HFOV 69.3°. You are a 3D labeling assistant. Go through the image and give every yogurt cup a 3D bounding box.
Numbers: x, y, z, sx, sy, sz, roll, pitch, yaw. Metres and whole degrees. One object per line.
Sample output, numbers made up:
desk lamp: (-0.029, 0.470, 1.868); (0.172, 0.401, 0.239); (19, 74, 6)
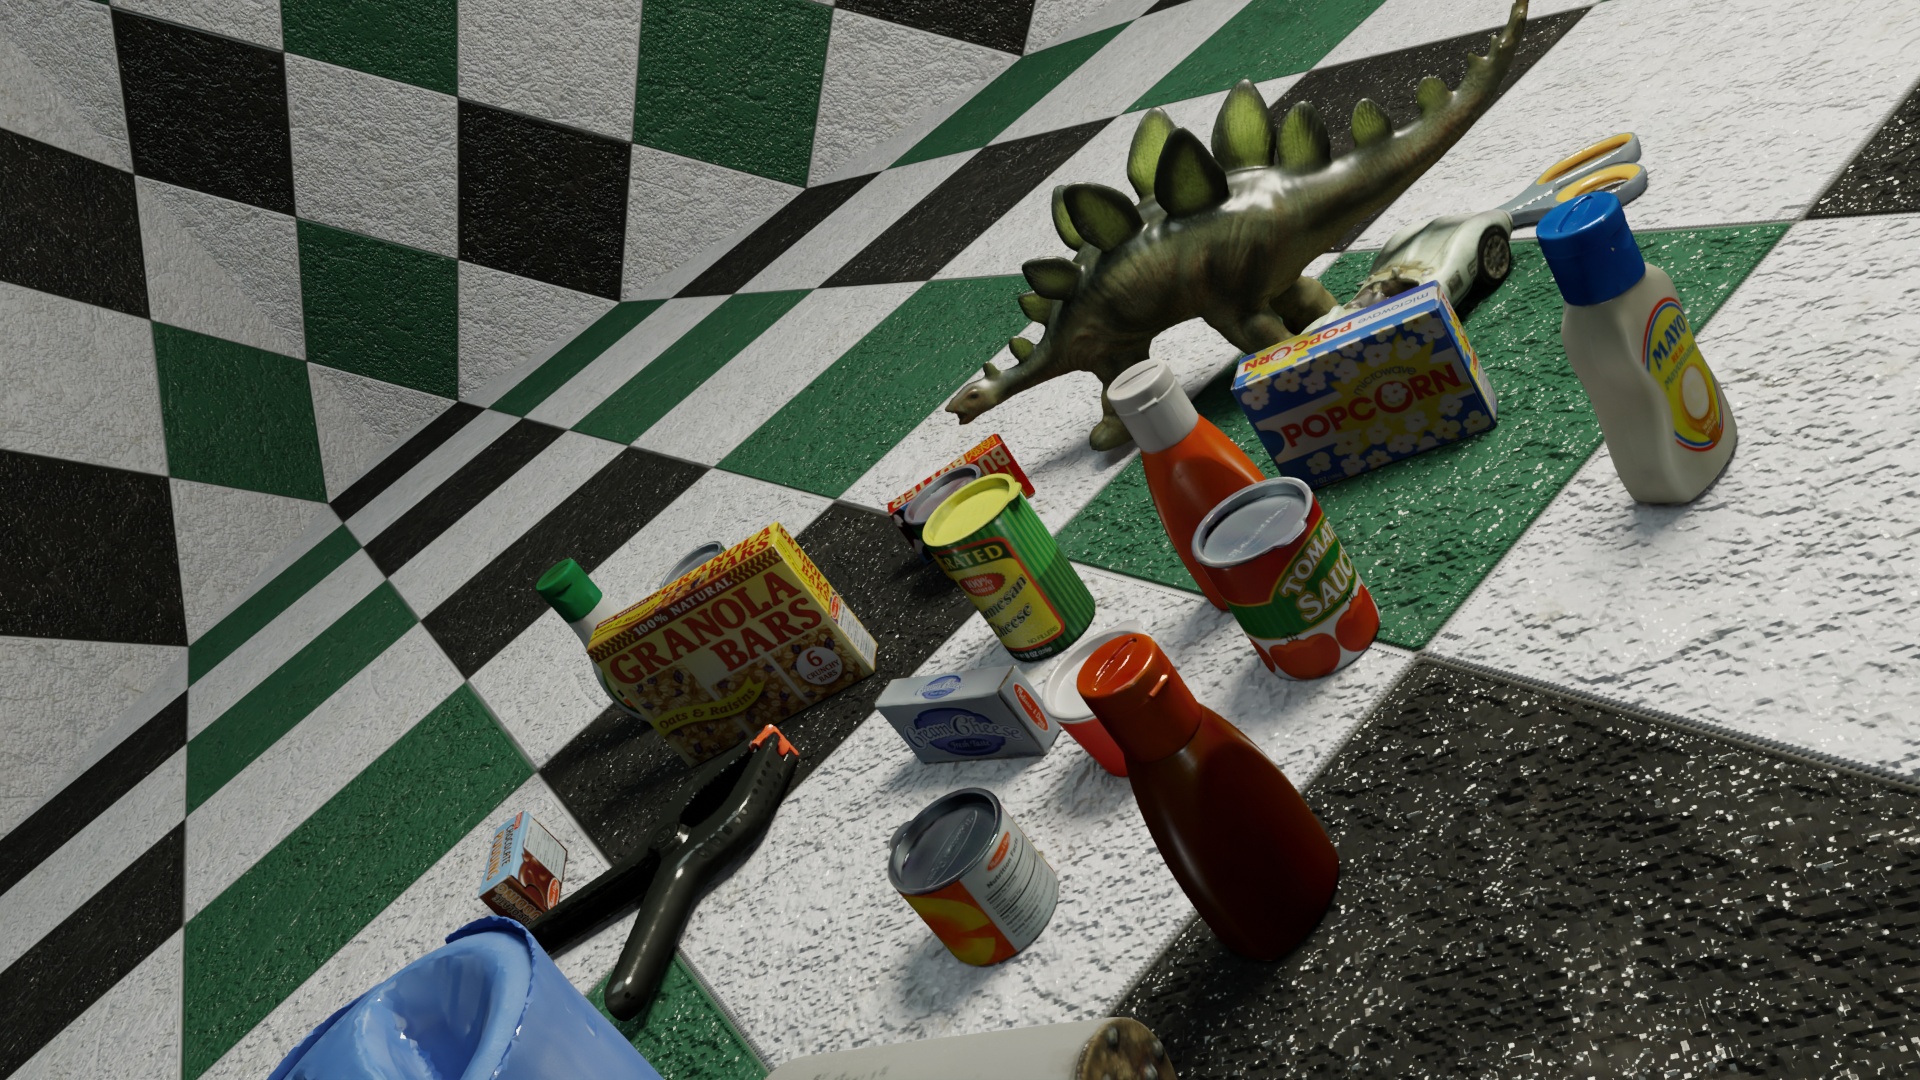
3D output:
yogurt cup: (0.085, 0.087, 0.732); (0.072, 0.054, 0.073); (-29, 25, 15)

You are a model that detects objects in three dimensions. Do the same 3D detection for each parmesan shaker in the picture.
parmesan shaker: (0.034, 0.017, 0.865); (0.071, 0.103, 0.071); (-29, 25, 15)

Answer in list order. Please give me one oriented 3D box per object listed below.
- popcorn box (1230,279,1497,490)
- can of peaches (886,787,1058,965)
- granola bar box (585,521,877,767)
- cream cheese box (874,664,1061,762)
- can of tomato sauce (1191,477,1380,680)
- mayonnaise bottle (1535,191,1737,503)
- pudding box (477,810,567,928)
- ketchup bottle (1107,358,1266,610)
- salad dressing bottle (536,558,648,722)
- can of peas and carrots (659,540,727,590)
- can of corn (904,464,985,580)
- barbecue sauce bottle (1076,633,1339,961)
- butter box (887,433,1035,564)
popcorn box: (0.236, -0.087, 0.812); (0.126, 0.085, 0.038); (-21, 28, 30)
can of peaches: (0.005, 0.166, 0.688); (0.071, 0.058, 0.071); (-29, 25, 15)
granola bar box: (-0.161, 0.076, 0.989); (0.165, 0.124, 0.039); (-28, 25, 16)
cream cheese box: (0.003, 0.103, 0.811); (0.103, 0.053, 0.024); (-12, 33, 43)
can of tomato sauce: (0.168, 0.020, 0.708); (0.071, 0.083, 0.071); (-29, 25, 15)
mayonnaise bottle: (0.310, -0.089, 0.641); (0.065, 0.147, 0.041); (-47, 26, -23)
pudding box: (-0.309, 0.235, 0.985); (0.030, 0.049, 0.084); (-34, 24, 5)
ketchup bottle: (0.133, -0.032, 0.768); (0.064, 0.148, 0.044); (-30, 25, 15)
salad dressing bottle: (-0.276, 0.080, 1.105); (0.064, 0.147, 0.044); (-37, 24, -2)
can of peas and carrots: (-0.214, 0.042, 1.201); (0.071, 0.058, 0.071); (-29, 25, 15)
can of corn: (0.004, -0.013, 1.015); (0.071, 0.058, 0.071); (-29, 25, 15)
barbecue sauce bottle: (0.100, 0.102, 0.568); (0.065, 0.148, 0.043); (-47, 26, -24)
butter box: (0.001, -0.032, 1.061); (0.103, 0.053, 0.024); (-33, 24, 5)
